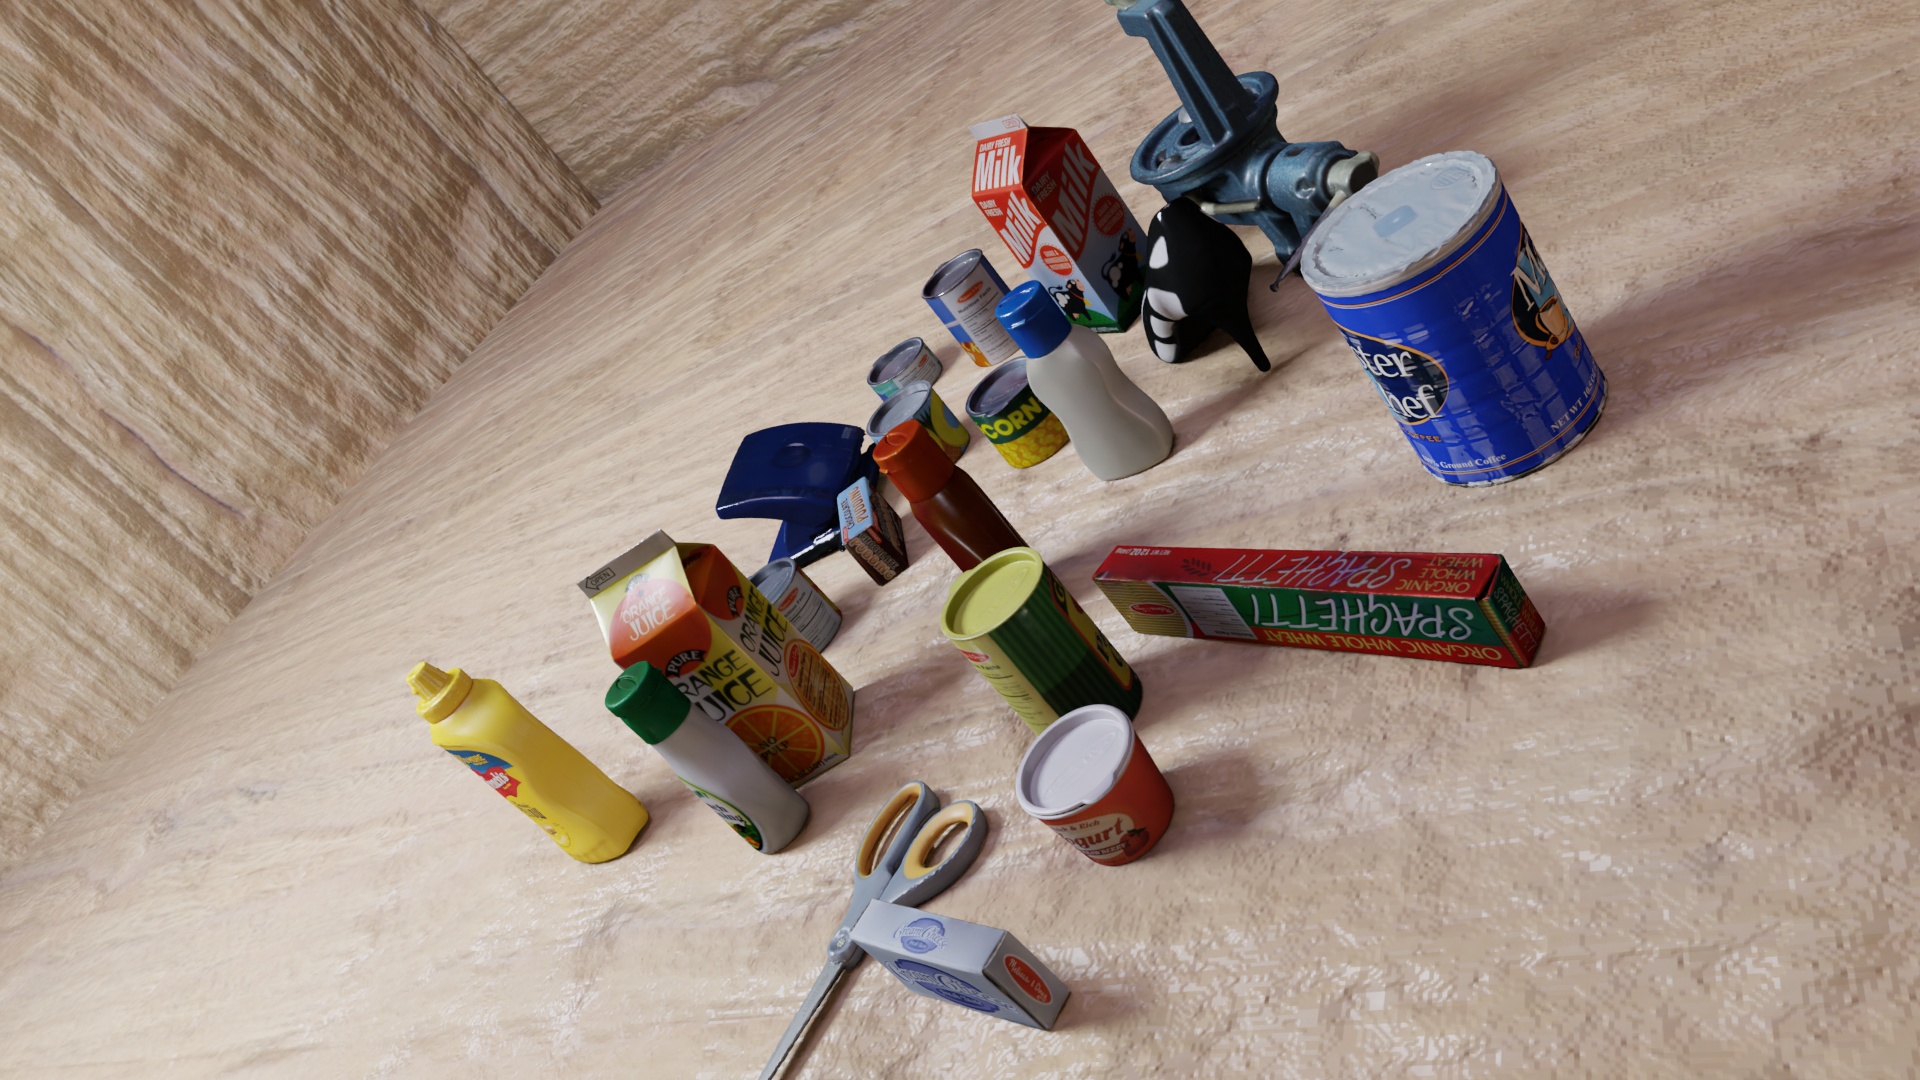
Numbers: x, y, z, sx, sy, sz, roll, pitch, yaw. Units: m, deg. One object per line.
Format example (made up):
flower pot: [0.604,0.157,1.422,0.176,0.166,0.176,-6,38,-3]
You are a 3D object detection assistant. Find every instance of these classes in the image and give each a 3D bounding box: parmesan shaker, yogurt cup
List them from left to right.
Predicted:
parmesan shaker: [0.044,0.061,0.761,0.071,0.103,0.072,-31,28,19]
yogurt cup: [0.069,0.124,0.689,0.072,0.054,0.073,-31,28,19]

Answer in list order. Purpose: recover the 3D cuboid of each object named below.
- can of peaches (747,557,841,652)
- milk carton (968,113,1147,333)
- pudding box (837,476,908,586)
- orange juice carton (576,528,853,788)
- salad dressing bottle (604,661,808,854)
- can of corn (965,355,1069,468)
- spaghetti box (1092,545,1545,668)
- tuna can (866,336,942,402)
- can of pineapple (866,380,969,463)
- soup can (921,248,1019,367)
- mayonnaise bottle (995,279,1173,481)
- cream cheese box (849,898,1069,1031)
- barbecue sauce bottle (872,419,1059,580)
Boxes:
can of peaches: [-0.134,0.055,1.051,0.071,0.058,0.071,-31,28,19]
milk carton: [0.079,-0.258,1.107,0.074,0.190,0.072,-50,28,-18]
pudding box: [-0.069,-0.008,1.074,0.030,0.049,0.084,-35,27,11]
orange juice carton: [-0.156,0.074,0.901,0.071,0.192,0.073,-32,28,17]
salad dressing bottle: [-0.157,0.134,0.860,0.044,0.147,0.064,-51,28,-20]
can of corn: [0.046,-0.095,1.048,0.071,0.058,0.071,-31,28,19]
spaghetti box: [0.170,0.030,0.705,0.250,0.050,0.029,1,48,53]
tuna can: [-0.053,-0.157,1.301,0.071,0.032,0.071,-31,28,19]
can of pineapple: [-0.035,-0.088,1.143,0.071,0.057,0.071,-31,28,19]
soup can: [0.015,-0.206,1.230,0.071,0.083,0.072,-31,28,19]
mayonnaise bottle: [0.080,-0.106,0.922,0.064,0.147,0.041,-21,32,34]
cream cheese box: [-0.002,0.201,0.662,0.103,0.053,0.024,-5,43,49]
barbecue sauce bottle: [0.003,-0.011,0.875,0.044,0.148,0.065,-46,27,-11]
